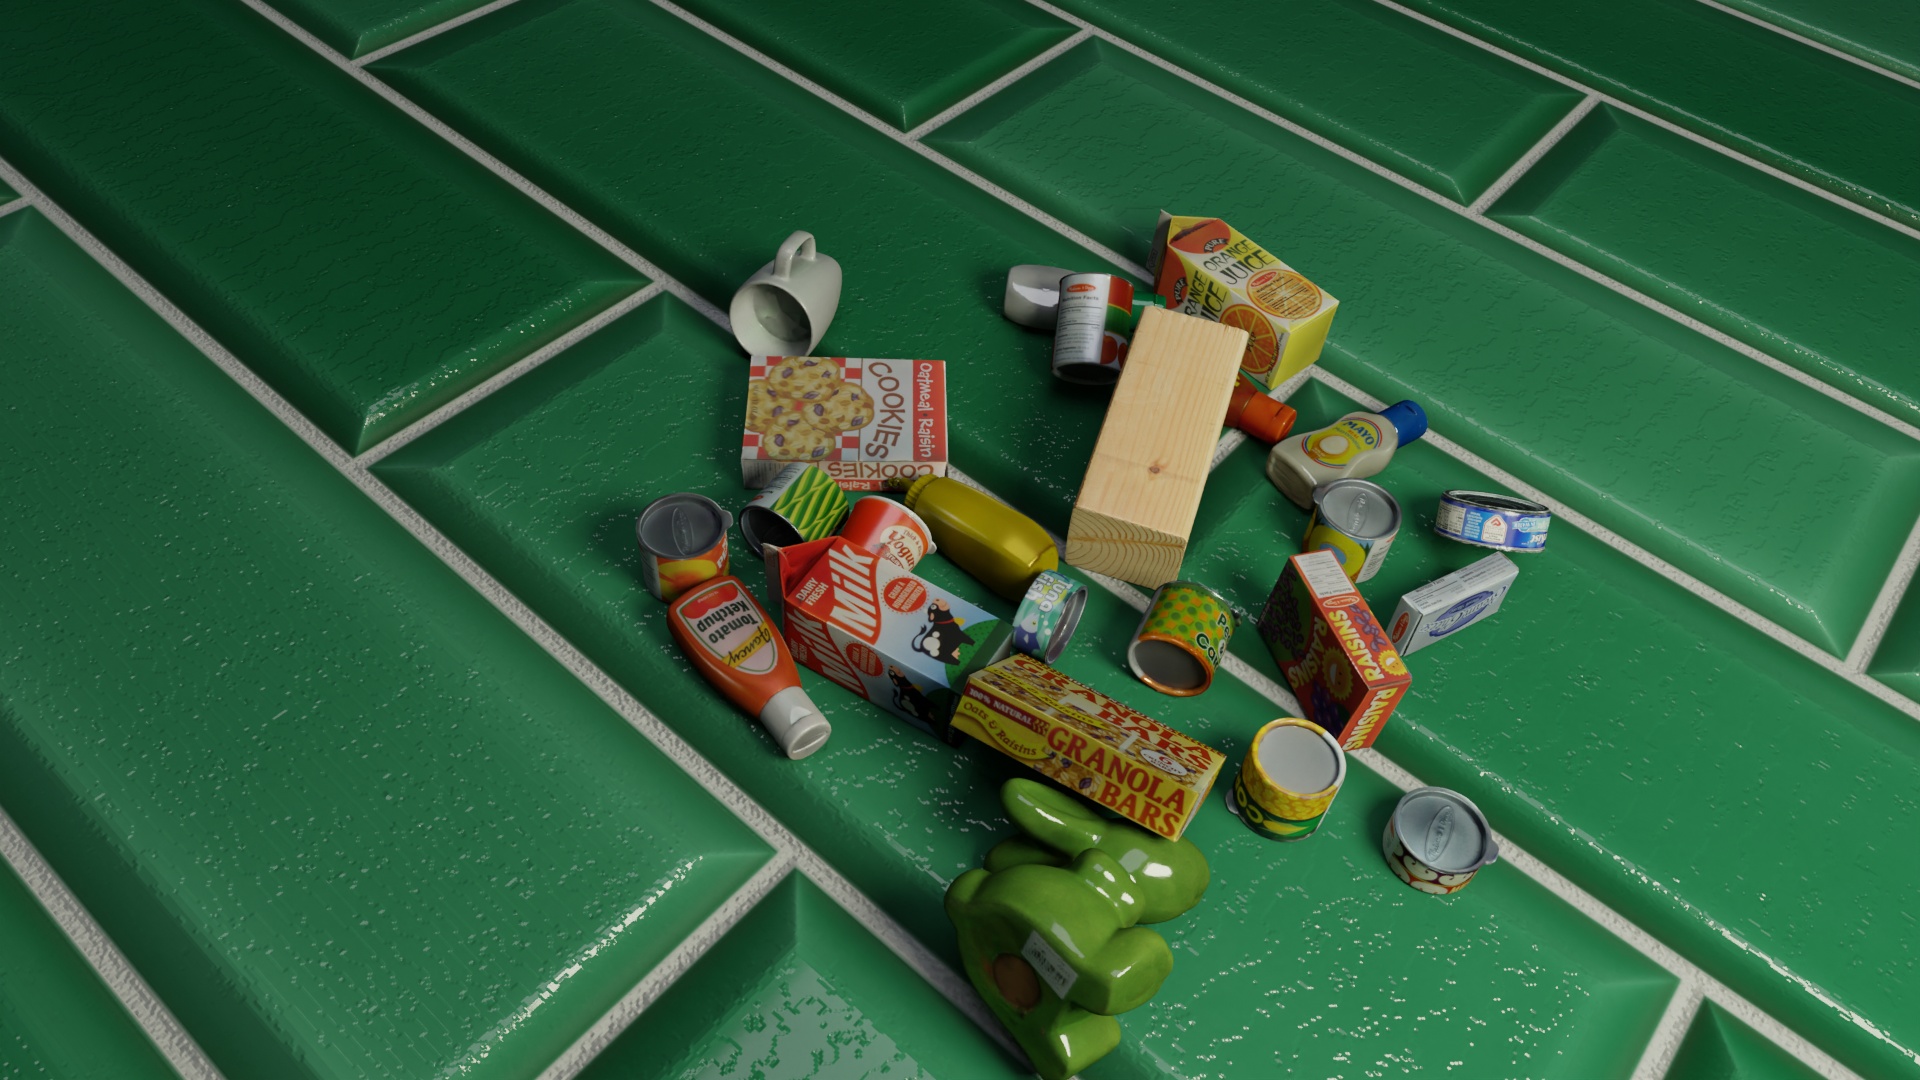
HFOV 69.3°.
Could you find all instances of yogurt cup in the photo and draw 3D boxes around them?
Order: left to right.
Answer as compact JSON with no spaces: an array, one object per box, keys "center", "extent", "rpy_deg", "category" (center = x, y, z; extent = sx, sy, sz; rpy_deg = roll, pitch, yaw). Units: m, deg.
[{"center":[-0.063,0.007,1.062],"extent":[0.072,0.072,0.054],"rpy_deg":[23,59,14],"category":"yogurt cup"}]

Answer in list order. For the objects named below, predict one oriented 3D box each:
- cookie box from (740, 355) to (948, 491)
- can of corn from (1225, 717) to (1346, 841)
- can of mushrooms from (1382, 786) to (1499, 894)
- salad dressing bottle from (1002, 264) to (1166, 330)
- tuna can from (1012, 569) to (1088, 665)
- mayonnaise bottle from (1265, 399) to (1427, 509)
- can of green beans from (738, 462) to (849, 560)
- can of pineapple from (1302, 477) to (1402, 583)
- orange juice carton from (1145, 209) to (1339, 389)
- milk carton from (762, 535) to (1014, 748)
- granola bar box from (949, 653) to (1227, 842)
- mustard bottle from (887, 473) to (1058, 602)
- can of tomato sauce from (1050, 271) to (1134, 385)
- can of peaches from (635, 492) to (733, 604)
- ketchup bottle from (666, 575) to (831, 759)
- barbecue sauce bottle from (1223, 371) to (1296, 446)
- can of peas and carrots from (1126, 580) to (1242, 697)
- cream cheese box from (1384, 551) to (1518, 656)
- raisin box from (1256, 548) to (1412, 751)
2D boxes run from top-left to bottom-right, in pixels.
[{"center":[-0.094,-0.098,1.164],"extent":[0.167,0.040,0.123],"rpy_deg":[1,50,-4],"category":"cookie box"},{"center":[0.224,0.165,0.957],"extent":[0.071,0.058,0.071],"rpy_deg":[3,49,-3],"category":"can of corn"},{"center":[0.327,0.206,0.949],"extent":[0.071,0.033,0.071],"rpy_deg":[3,49,-3],"category":"can of mushrooms"},{"center":[0.115,-0.220,1.287],"extent":[0.148,0.043,0.064],"rpy_deg":[9,53,0],"category":"salad dressing bottle"},{"center":[0.065,0.055,1.028],"extent":[0.033,0.070,0.071],"rpy_deg":[26,52,17],"category":"tuna can"},{"center":[0.335,-0.079,1.188],"extent":[0.148,0.041,0.065],"rpy_deg":[-25,54,-24],"category":"mayonnaise bottle"},{"center":[-0.128,-0.018,1.075],"extent":[0.071,0.071,0.058],"rpy_deg":[26,52,16],"category":"can of green beans"},{"center":[0.312,-0.009,1.115],"extent":[0.071,0.057,0.071],"rpy_deg":[3,49,-3],"category":"can of pineapple"},{"center":[0.248,-0.232,1.291],"extent":[0.073,0.071,0.193],"rpy_deg":[-32,59,-28],"category":"orange juice carton"},{"center":[-0.063,0.064,1.007],"extent":[0.191,0.072,0.074],"rpy_deg":[26,53,17],"category":"milk carton"},{"center":[0.089,0.135,0.938],"extent":[0.166,0.039,0.124],"rpy_deg":[26,10,16],"category":"granola bar box"},{"center":[0.004,-0.014,1.087],"extent":[0.160,0.065,0.049],"rpy_deg":[35,59,27],"category":"mustard bottle"},{"center":[0.117,-0.185,1.223],"extent":[0.071,0.071,0.083],"rpy_deg":[7,80,0],"category":"can of tomato sauce"},{"center":[-0.207,0.007,1.051],"extent":[0.071,0.057,0.071],"rpy_deg":[3,49,-3],"category":"can of peaches"},{"center":[-0.148,0.092,0.993],"extent":[0.065,0.043,0.149],"rpy_deg":[-28,58,-26],"category":"ketchup bottle"},{"center":[0.222,-0.132,1.222],"extent":[0.149,0.043,0.065],"rpy_deg":[32,57,20],"category":"barbecue sauce bottle"},{"center":[0.165,0.074,1.024],"extent":[0.071,0.070,0.059],"rpy_deg":[22,52,13],"category":"can of peas and carrots"},{"center":[0.380,0.049,1.075],"extent":[0.104,0.053,0.024],"rpy_deg":[-21,53,-22],"category":"cream cheese box"},{"center":[0.271,0.081,1.016],"extent":[0.040,0.085,0.124],"rpy_deg":[-8,51,-18],"category":"raisin box"}]
